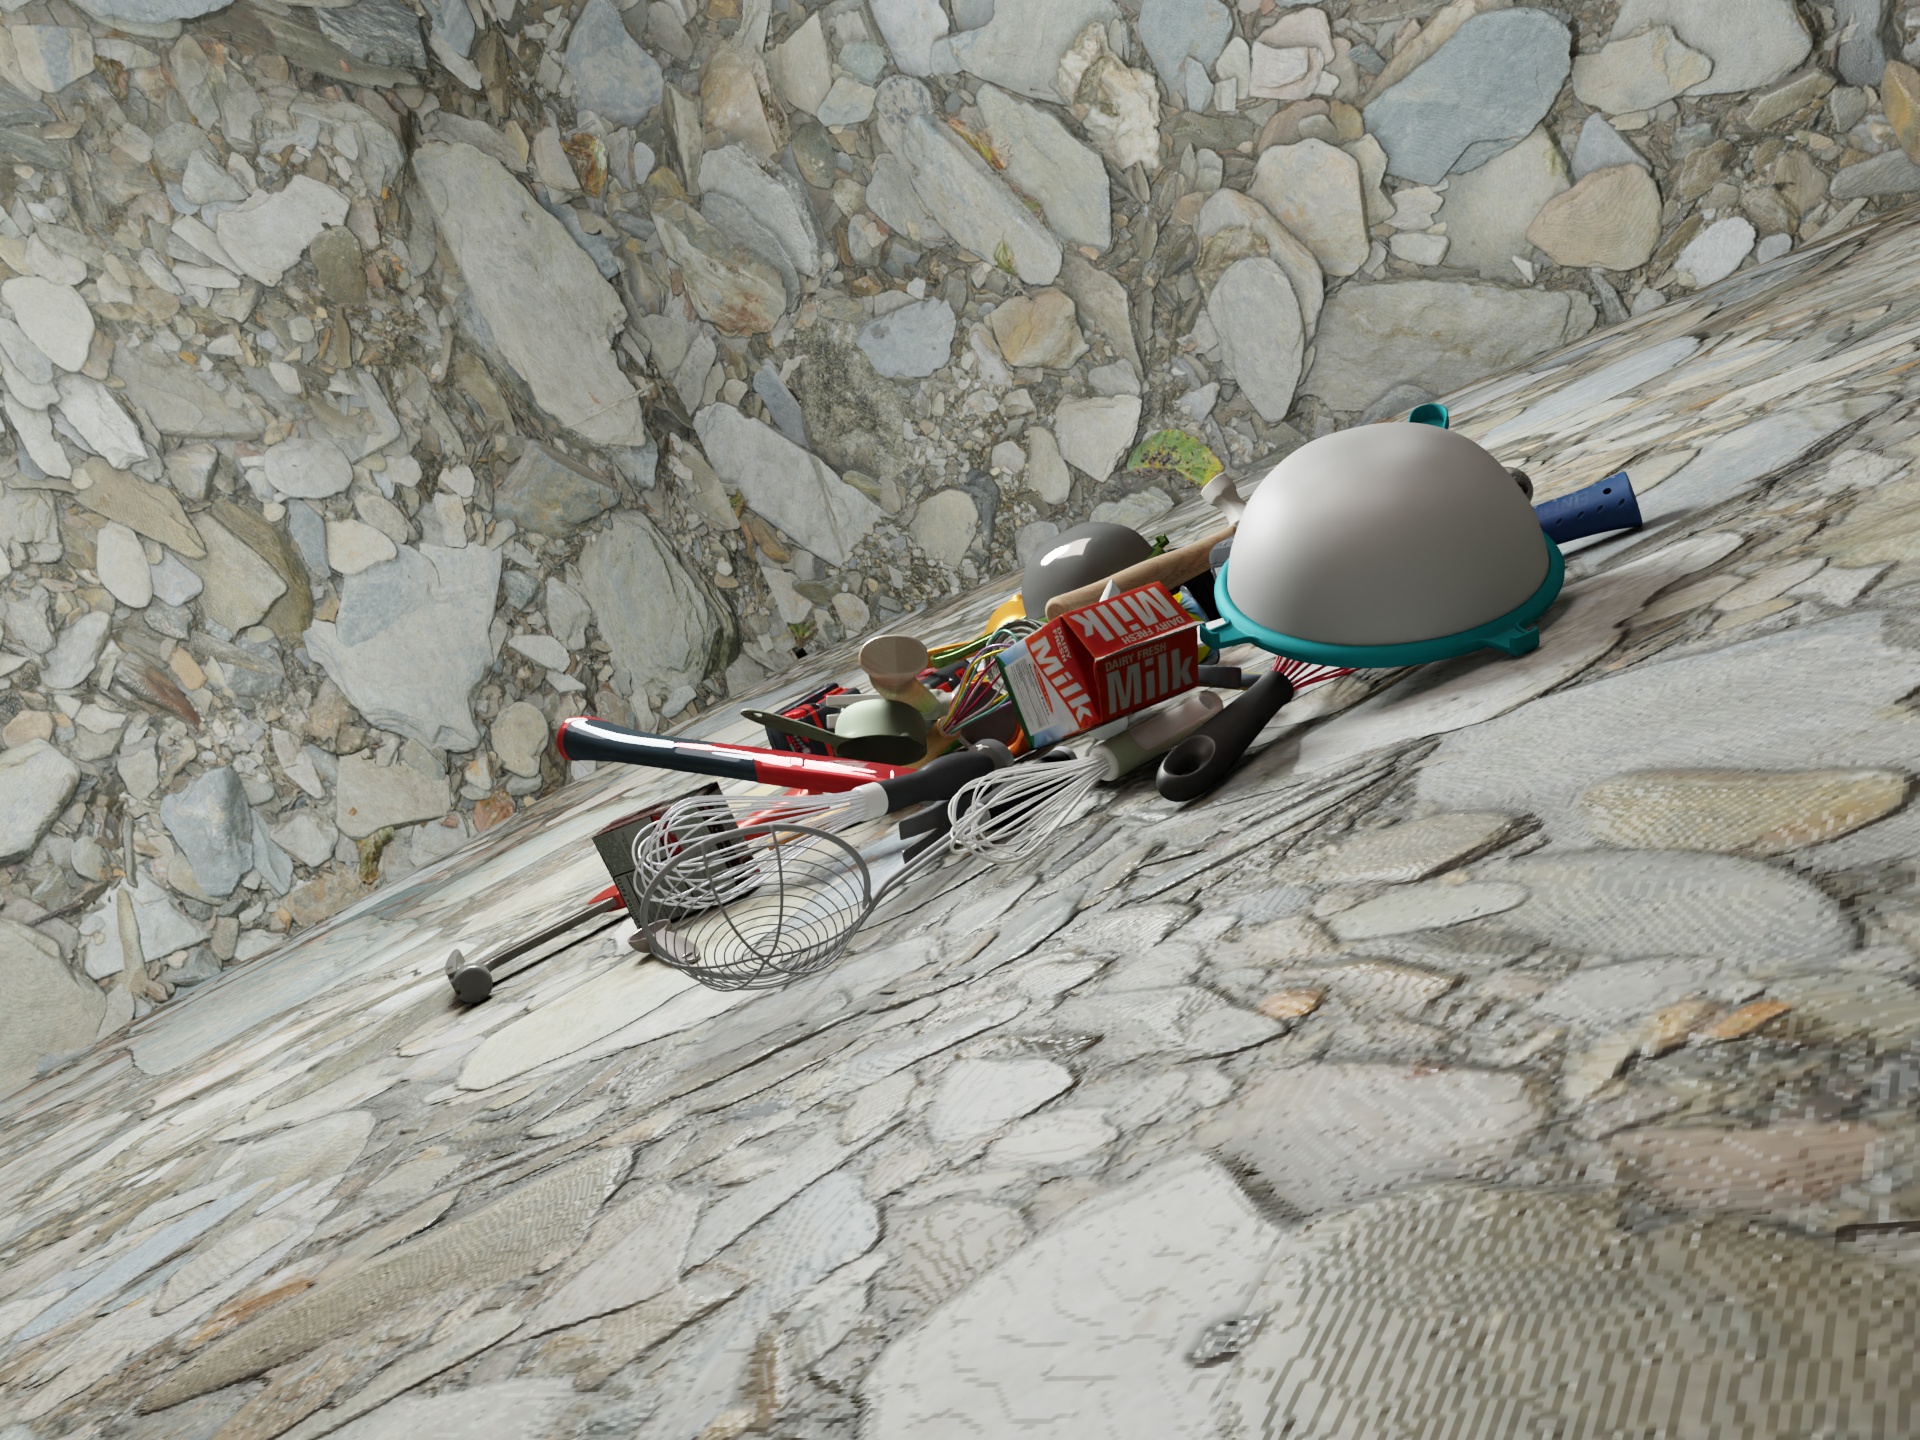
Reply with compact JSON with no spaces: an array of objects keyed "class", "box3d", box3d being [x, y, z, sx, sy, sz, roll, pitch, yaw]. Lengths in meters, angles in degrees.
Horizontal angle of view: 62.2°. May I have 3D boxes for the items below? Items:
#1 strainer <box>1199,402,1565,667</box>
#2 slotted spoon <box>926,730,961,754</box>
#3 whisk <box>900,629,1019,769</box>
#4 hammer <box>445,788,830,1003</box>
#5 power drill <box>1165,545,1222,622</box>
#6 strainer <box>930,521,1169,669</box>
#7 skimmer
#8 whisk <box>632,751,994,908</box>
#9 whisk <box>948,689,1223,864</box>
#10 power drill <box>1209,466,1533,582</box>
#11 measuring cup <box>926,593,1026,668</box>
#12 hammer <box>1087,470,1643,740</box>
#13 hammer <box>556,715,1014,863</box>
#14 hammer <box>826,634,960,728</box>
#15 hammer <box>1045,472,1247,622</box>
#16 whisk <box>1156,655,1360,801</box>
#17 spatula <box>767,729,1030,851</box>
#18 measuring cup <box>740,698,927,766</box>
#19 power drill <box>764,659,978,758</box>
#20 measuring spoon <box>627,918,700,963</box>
[{"class":"strainer","box3d":[0.280,-0.160,1.021,0.211,0.095,0.340,2,35,24]},{"class":"slotted spoon","box3d":[0.072,-0.013,1.405,0.314,0.031,0.070,-18,0,30]},{"class":"whisk","box3d":[-0.004,-0.005,1.301,0.047,0.051,0.245,-23,-13,-34]},{"class":"hammer","box3d":[-0.282,0.145,1.408,0.359,0.036,0.149,-27,8,-16]},{"class":"power drill","box3d":[0.135,-0.080,1.493,0.219,0.078,0.143,-29,8,-7]},{"class":"strainer","box3d":[0.068,-0.125,1.501,0.256,0.069,0.151,-24,10,26]},{"class":"skimmer","box3d":[-0.043,0.065,0.987,0.363,0.090,0.127,-30,-25,-53]},{"class":"whisk","box3d":[-0.084,0.060,1.007,0.284,0.070,0.070,-15,-1,-41]},{"class":"whisk","box3d":[0.085,0.029,1.005,0.246,0.058,0.059,-25,-24,-37]},{"class":"power drill","box3d":[0.345,-0.154,1.325,0.226,0.084,0.185,-23,8,-18]},{"class":"measuring cup","box3d":[0.027,-0.065,1.603,0.173,0.095,0.052,-12,26,7]},{"class":"hammer","box3d":[0.276,-0.098,1.153,0.405,0.035,0.144,-18,41,21]},{"class":"hammer","box3d":[-0.161,0.040,1.199,0.386,0.038,0.143,6,25,28]},{"class":"hammer","box3d":[-0.063,-0.029,1.359,0.146,0.038,0.410,-4,-5,1]},{"class":"hammer","box3d":[0.185,-0.129,1.385,0.331,0.130,0.031,-26,-18,-46]},{"class":"whisk","box3d":[0.206,-0.030,0.991,0.073,0.073,0.296,-16,17,49]},{"class":"spatula","box3d":[-0.026,0.039,1.301,0.322,0.041,0.081,-24,-12,20]},{"class":"measuring cup","box3d":[-0.102,-0.001,1.279,0.167,0.038,0.083,16,-28,-33]},{"class":"power drill","box3d":[-0.107,0.004,1.683,0.227,0.080,0.188,-14,13,43]},{"class":"measuring spoon","box3d":[-0.207,0.164,1.136,0.034,0.018,0.124,-28,15,-23]}]
